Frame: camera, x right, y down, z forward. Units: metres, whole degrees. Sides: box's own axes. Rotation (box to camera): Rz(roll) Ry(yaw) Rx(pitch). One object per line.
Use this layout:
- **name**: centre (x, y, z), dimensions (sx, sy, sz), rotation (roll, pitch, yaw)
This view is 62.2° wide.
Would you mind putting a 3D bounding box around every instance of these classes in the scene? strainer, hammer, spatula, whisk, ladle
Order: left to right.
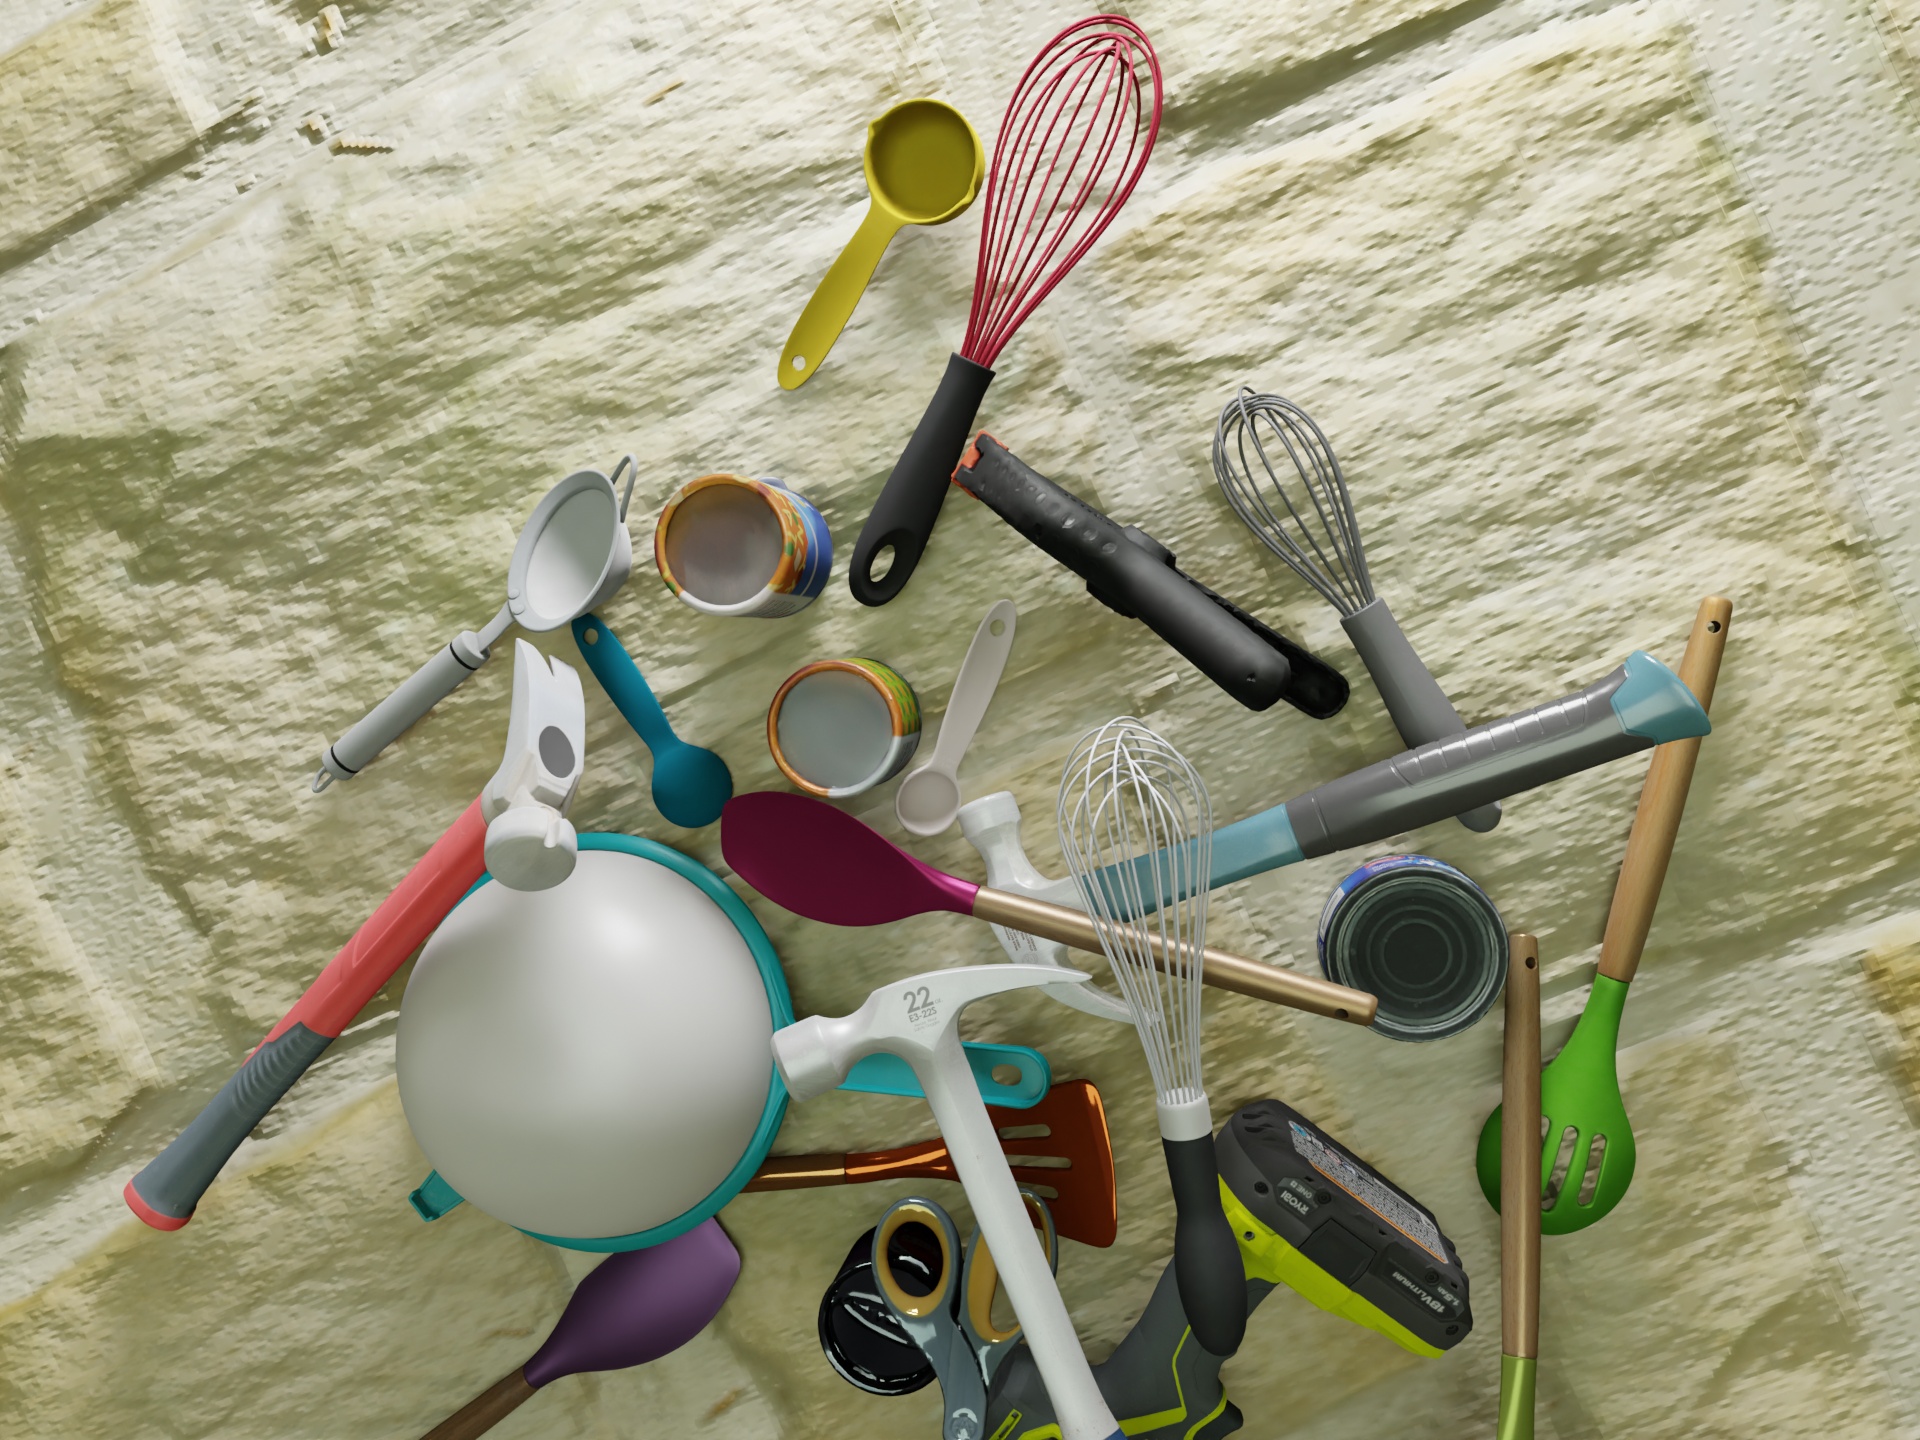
- **hammer**: centre (-0.307, 0.125, 0.788), dimensions (0.038, 0.143, 0.386), rotation (30, 119, -32)
- **strainer**: centre (-0.241, -0.041, 0.805), dimensions (0.258, 0.050, 0.087), rotation (-37, 51, 15)
- **spatula**: centre (-0.243, 0.362, 0.839), dimensions (0.316, 0.018, 0.060), rotation (-37, 83, 8)
- **strainer**: centre (-0.132, 0.162, 0.753), dimensions (0.340, 0.095, 0.211), rotation (2, 87, 14)
- **spatula**: centre (-0.082, 0.228, 0.798), dimensions (0.322, 0.041, 0.081), rotation (-7, 89, 9)
- **whisk**: centre (0.014, -0.188, 0.754), dimensions (0.073, 0.073, 0.296), rotation (27, 102, 6)
- **hammer**: centre (0.058, 0.298, 0.688), dimensions (0.144, 0.035, 0.405), rotation (-23, 83, -2)
- **whisk**: centre (0.091, 0.138, 0.683), dimensions (0.070, 0.070, 0.284), rotation (-9, 96, 8)
- **hammer**: centre (0.165, 0.044, 0.725), dimensions (0.331, 0.033, 0.128), rotation (-22, 81, 17)
- **whisk**: centre (0.188, -0.050, 0.742), dimensions (0.055, 0.055, 0.239), rotation (-31, 92, 9)
- **ladle**: centre (0.252, 0.251, 0.695), dimensions (0.078, 0.062, 0.320), rotation (11, 72, -14)

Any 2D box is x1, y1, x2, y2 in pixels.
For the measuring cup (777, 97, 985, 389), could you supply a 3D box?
- **measuring cup**: centre (-0.043, -0.228, 0.779), dimensions (0.062, 0.029, 0.156), rotation (38, 109, 5)

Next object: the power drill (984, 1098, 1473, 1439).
- **power drill**: centre (0.130, 0.310, 0.757), dimensions (0.171, 0.080, 0.223), rotation (37, 101, 0)

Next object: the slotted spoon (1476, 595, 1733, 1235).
- **slotted spoon**: centre (0.310, 0.095, 0.742), dimensions (0.070, 0.031, 0.314), rotation (15, 94, 12)

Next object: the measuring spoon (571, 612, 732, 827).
- **measuring spoon**: centre (-0.162, -0.001, 0.804), dimensions (0.042, 0.021, 0.128), rotation (-34, 88, 9)

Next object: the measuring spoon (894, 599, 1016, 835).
- **measuring spoon**: centre (-0.001, -0.003, 0.787), dimensions (0.034, 0.018, 0.124), rotation (22, 90, -23)

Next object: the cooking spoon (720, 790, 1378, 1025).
- **cooking spoon**: centre (0.032, 0.090, 0.736), dimensions (0.319, 0.017, 0.068), rotation (14, 119, 16)
